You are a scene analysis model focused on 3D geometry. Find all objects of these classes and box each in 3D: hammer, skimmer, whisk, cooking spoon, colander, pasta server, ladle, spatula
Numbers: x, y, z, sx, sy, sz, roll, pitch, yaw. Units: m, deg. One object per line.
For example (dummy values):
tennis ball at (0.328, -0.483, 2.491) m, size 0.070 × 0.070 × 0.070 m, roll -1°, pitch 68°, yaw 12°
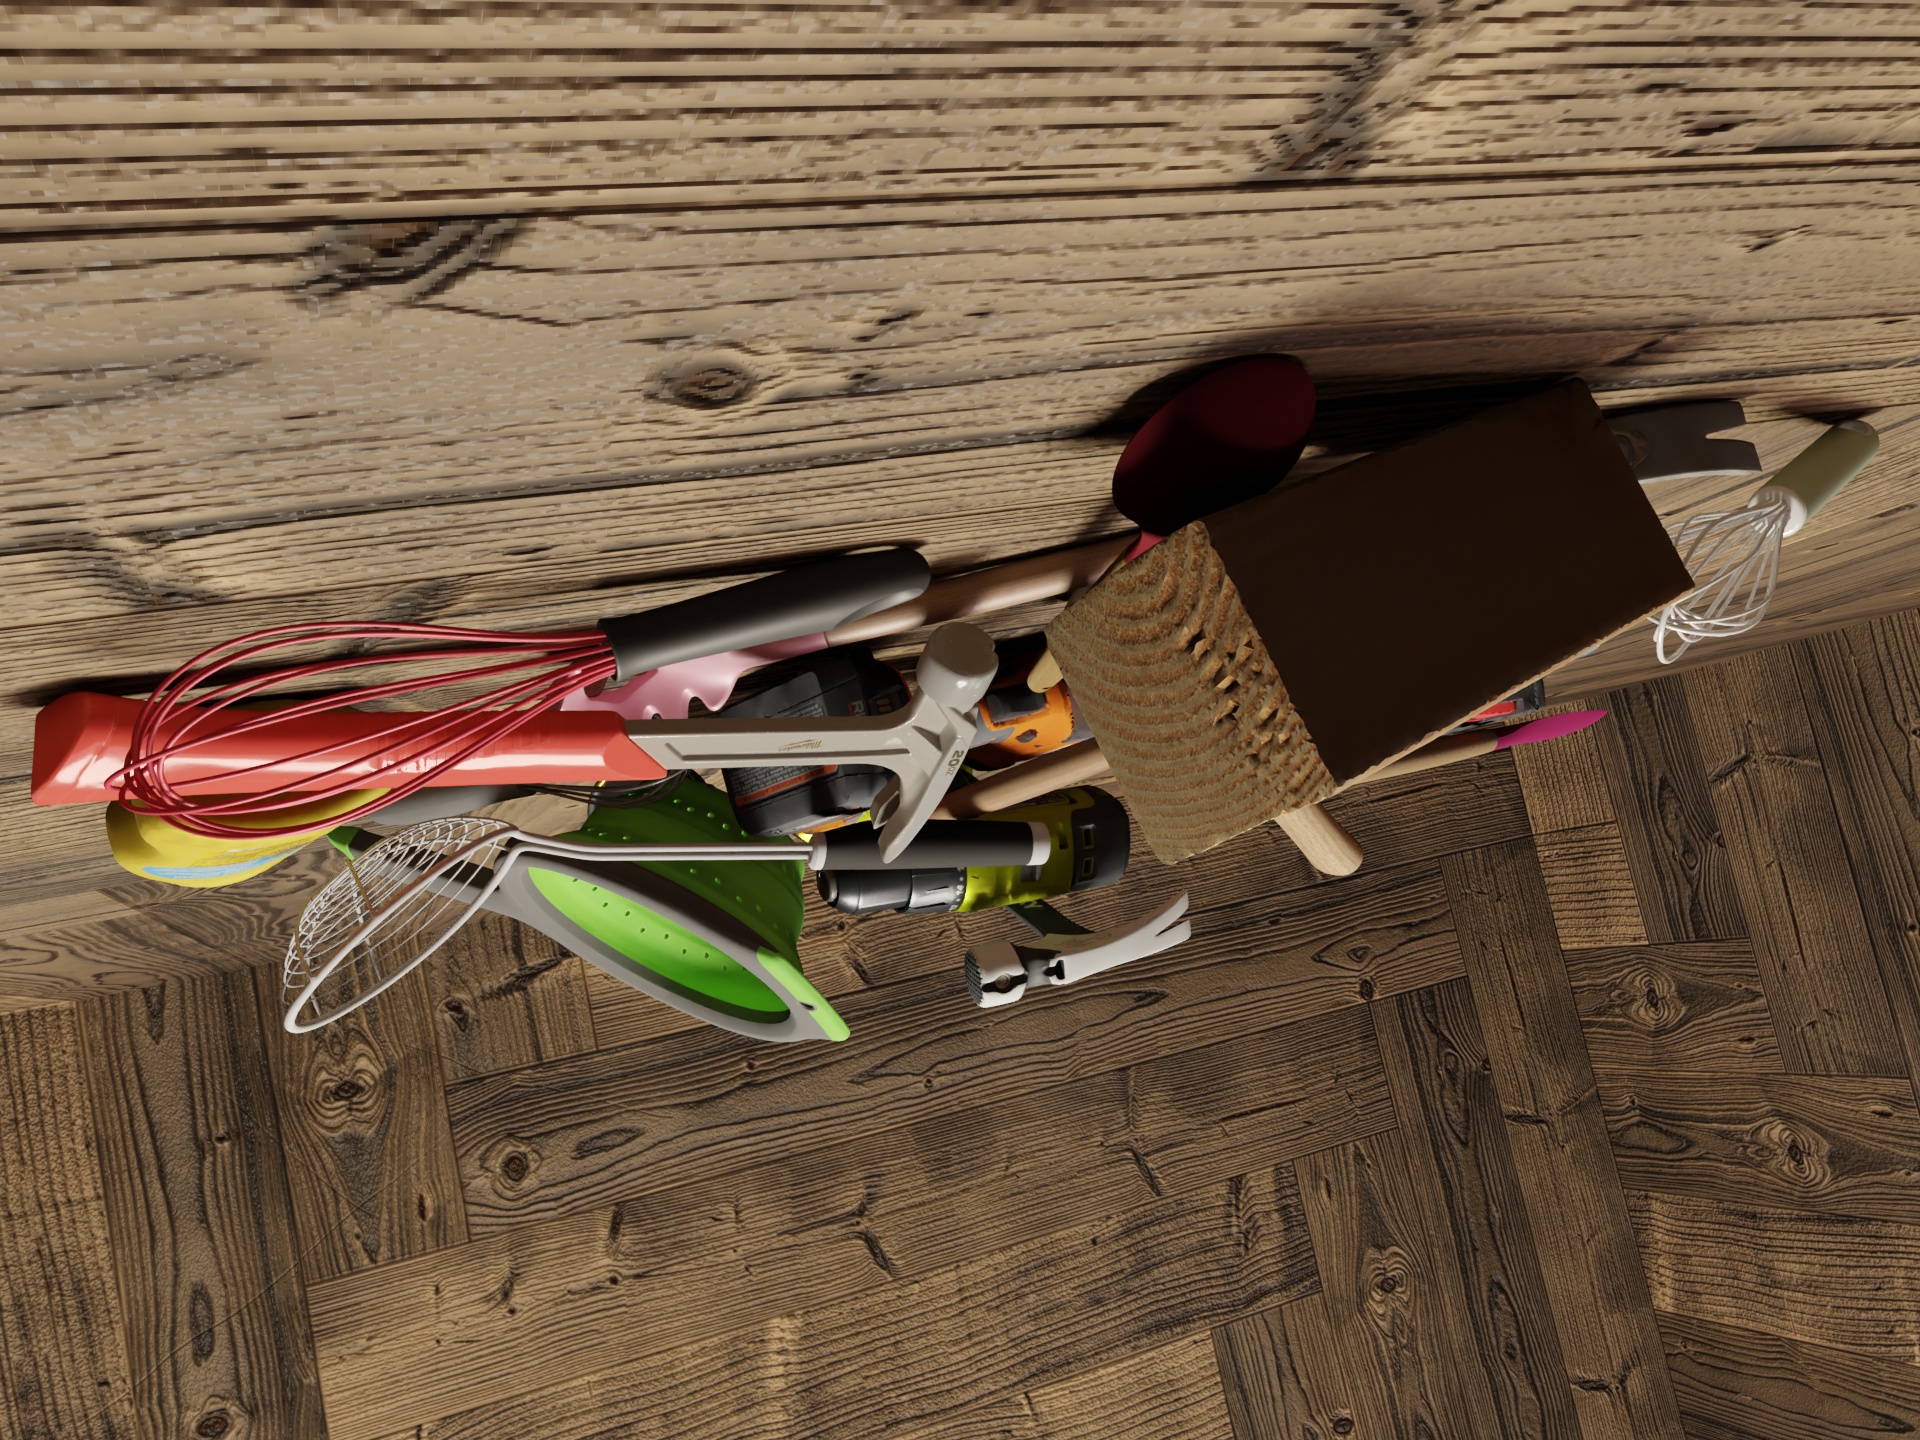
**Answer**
hammer at (0.224, -0.077, 0.836) m, size 0.146 × 0.038 × 0.410 m, roll -12°, pitch 174°, yaw -14°
skimmer at (-0.125, 0.091, 0.757) m, size 0.363 × 0.090 × 0.127 m, roll 0°, pitch 158°, yaw -19°
whisk at (-0.243, 0.034, 0.882) m, size 0.239 × 0.055 × 0.055 m, roll -11°, pitch 175°, yaw 27°
cooking spoon at (0.323, 0.016, 1.015) m, size 0.318 × 0.017 × 0.069 m, roll -8°, pitch 174°, yaw -42°
colander at (-0.227, 0.083, 0.961) m, size 0.397 × 0.094 × 0.204 m, roll 11°, pitch 151°, yaw 29°
hammer at (0.149, 0.015, 0.852) m, size 0.130 × 0.031 × 0.331 m, roll 22°, pitch 169°, yaw 38°
hammer at (-0.168, 0.016, 0.643) m, size 0.359 × 0.037 × 0.149 m, roll -1°, pitch 144°, yaw -24°
pasta server at (-0.030, -0.039, 0.679) m, size 0.316 × 0.040 × 0.060 m, roll -14°, pitch 148°, yaw 2°
ladle at (0.062, -0.055, 0.614) m, size 0.069 × 0.031 × 0.315 m, roll -16°, pitch 170°, yaw -13°
whisk at (0.357, -0.088, 0.701) m, size 0.058 × 0.059 × 0.246 m, roll 24°, pitch -140°, yaw 36°
spatula at (0.068, 0.015, 0.748) m, size 0.059 × 0.018 × 0.316 m, roll 14°, pitch 155°, yaw -36°
whisk at (-0.145, -0.020, 0.566) m, size 0.296 × 0.073 × 0.073 m, roll -17°, pitch 176°, yaw -22°
hammer at (0.010, 0.095, 1.098) m, size 0.149 × 0.036 × 0.409 m, roll -11°, pitch -164°, yaw -18°

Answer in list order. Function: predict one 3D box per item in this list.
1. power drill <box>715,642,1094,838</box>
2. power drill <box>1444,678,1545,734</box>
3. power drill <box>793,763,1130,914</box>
power drill at (-0.001, -0.003, 0.875) m, size 0.226 × 0.084 × 0.164 m, roll -12°, pitch 174°, yaw -42°
power drill at (0.248, -0.017, 0.984) m, size 0.219 × 0.078 × 0.143 m, roll -12°, pitch 175°, yaw -29°
power drill at (-0.029, 0.063, 1.006) m, size 0.190 × 0.080 × 0.229 m, roll -8°, pitch -164°, yaw -26°
